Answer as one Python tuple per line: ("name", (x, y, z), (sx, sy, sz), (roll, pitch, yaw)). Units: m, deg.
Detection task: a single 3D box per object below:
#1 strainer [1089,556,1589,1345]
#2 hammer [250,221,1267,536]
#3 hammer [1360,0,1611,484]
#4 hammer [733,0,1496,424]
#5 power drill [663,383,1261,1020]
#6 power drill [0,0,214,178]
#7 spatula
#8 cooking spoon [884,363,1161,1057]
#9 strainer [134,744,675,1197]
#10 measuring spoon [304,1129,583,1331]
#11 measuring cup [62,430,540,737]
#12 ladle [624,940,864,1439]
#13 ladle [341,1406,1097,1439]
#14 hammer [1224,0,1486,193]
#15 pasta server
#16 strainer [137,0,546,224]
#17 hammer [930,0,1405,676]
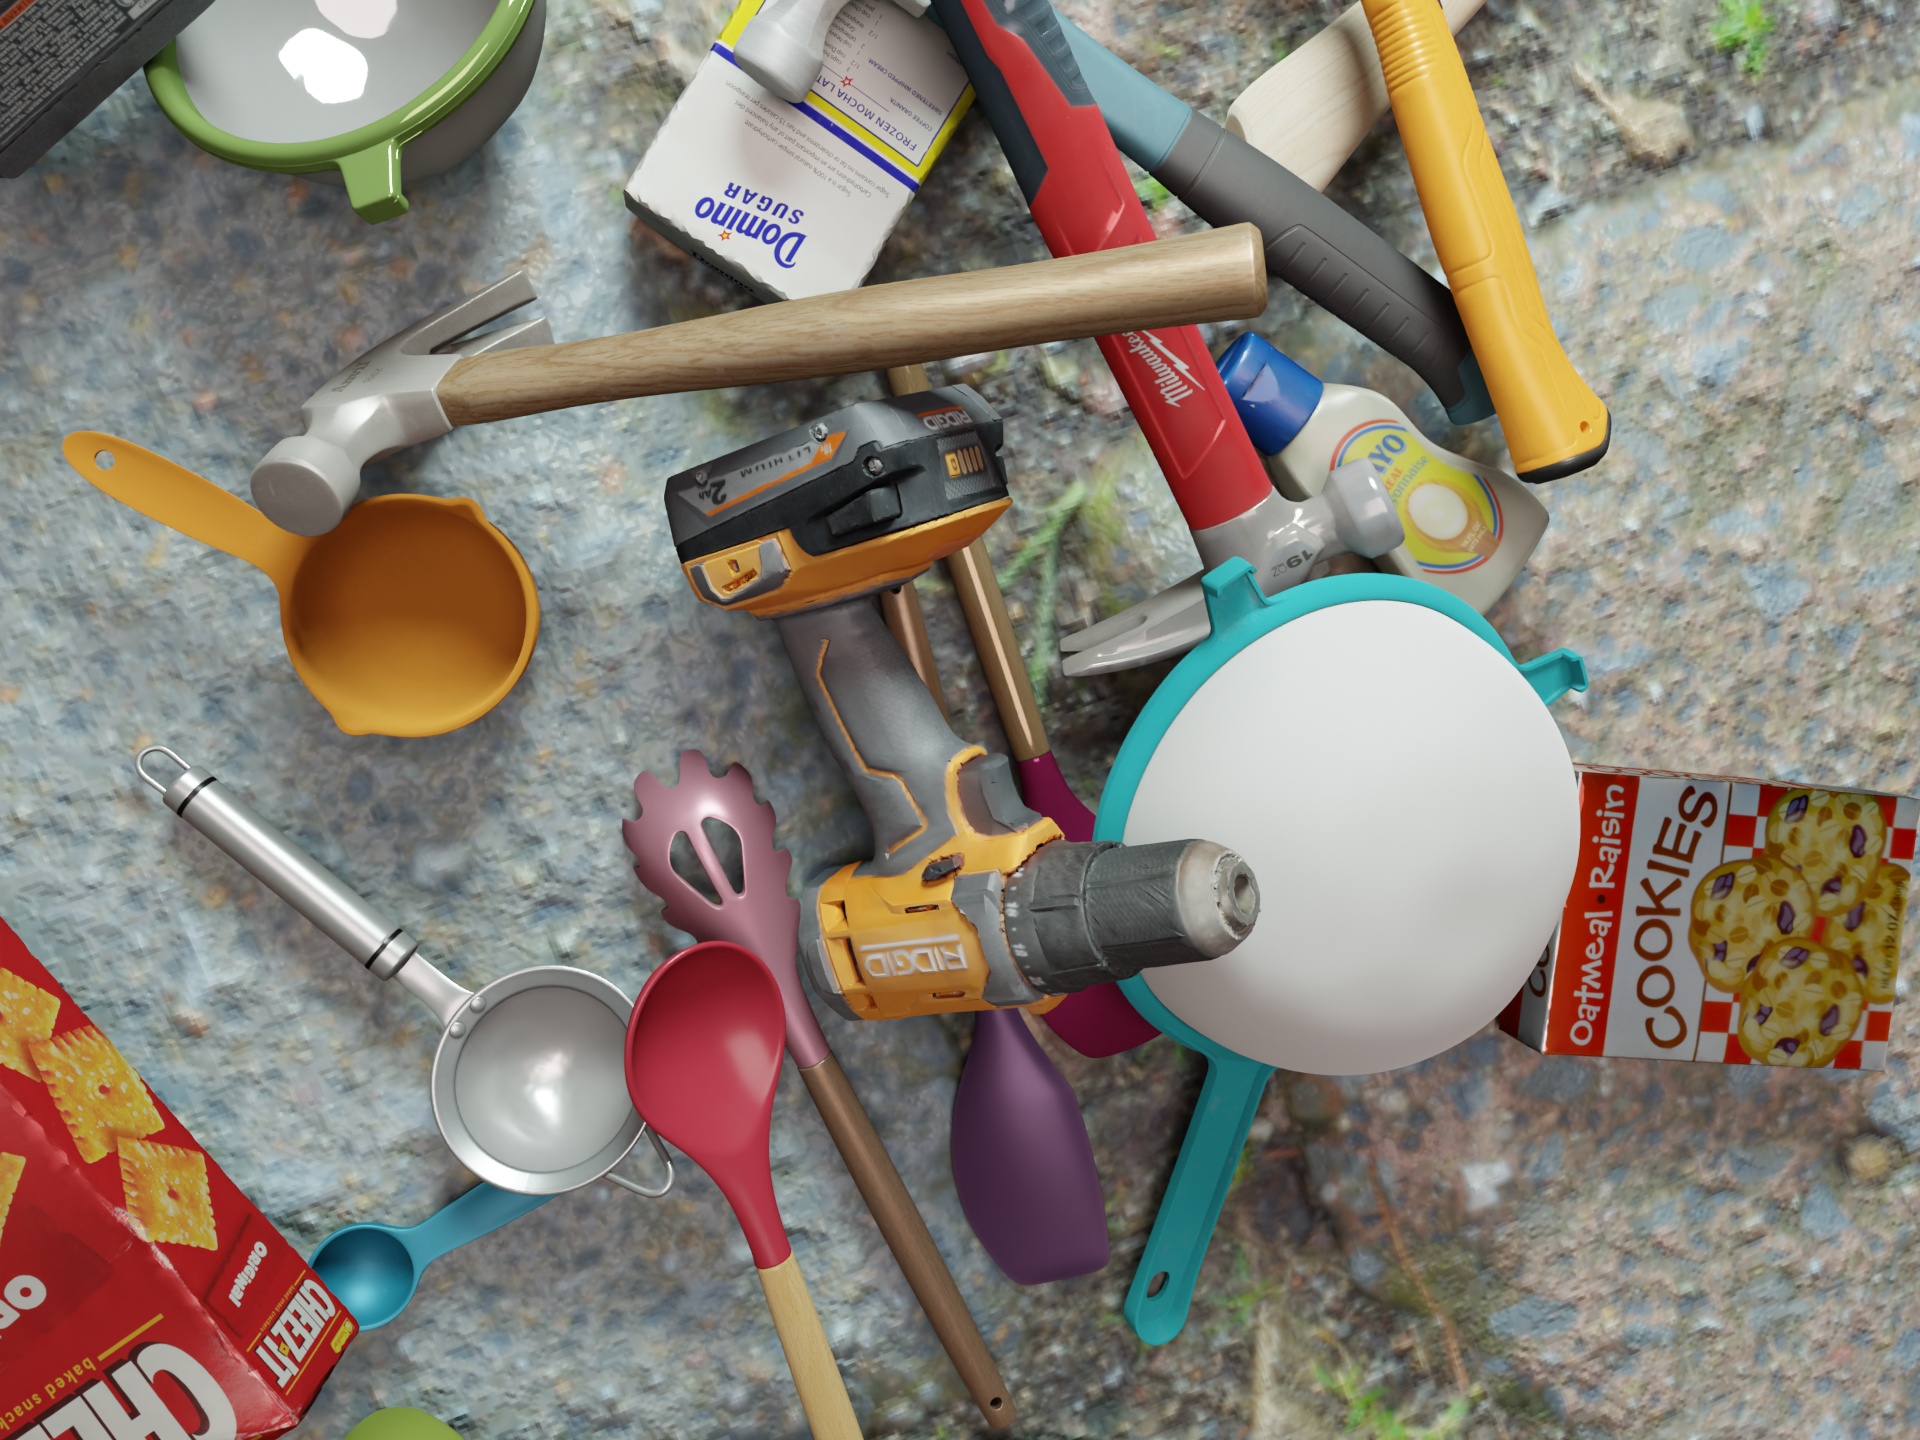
("strainer", (0.143, 0.116, 0.620), (0.210, 0.095, 0.340), (11, 103, -28))
("hammer", (-0.065, -0.127, 0.536), (0.331, 0.130, 0.031), (-6, 128, 12))
("hammer", (0.165, -0.247, 0.588), (0.127, 0.034, 0.337), (-25, 97, -31))
("hammer", (0.089, -0.209, 0.599), (0.330, 0.033, 0.128), (29, 97, -18))
("power drill", (-0.001, -0.002, 0.573), (0.084, 0.185, 0.226), (-26, 101, -52))
("power drill", (-0.369, -0.285, 0.510), (0.164, 0.084, 0.226), (-43, 82, -3))
("spatula", (0.004, 0.086, 0.655), (0.060, 0.018, 0.316), (-12, 97, 4))
("cooking spoon", (0.021, -0.009, 0.649), (0.069, 0.017, 0.319), (-20, 98, -6))
("strainer", (-0.210, 0.094, 0.611), (0.258, 0.050, 0.087), (41, 80, -5))
("measuring spoon", (-0.198, 0.196, 0.636), (0.128, 0.021, 0.042), (-28, 99, -15))
("measuring cup", (-0.238, -0.059, 0.586), (0.173, 0.052, 0.095), (28, 90, -9))
("ladle", (-0.063, 0.232, 0.619), (0.069, 0.031, 0.315), (-24, 102, -33))
("ladle", (-0.096, 0.312, 0.654), (0.320, 0.062, 0.078), (2, 98, -16))
("hammer", (0.258, -0.361, 0.649), (0.146, 0.038, 0.410), (40, 88, -12))
("pasta server", (-0.049, 0.158, 0.651), (0.060, 0.040, 0.316), (-27, 103, -6))
("strainer", (-0.173, -0.286, 0.566), (0.151, 0.069, 0.256), (32, 82, 19))
("hammer", (0.021, -0.189, 0.550), (0.143, 0.038, 0.386), (-25, 118, 13))
